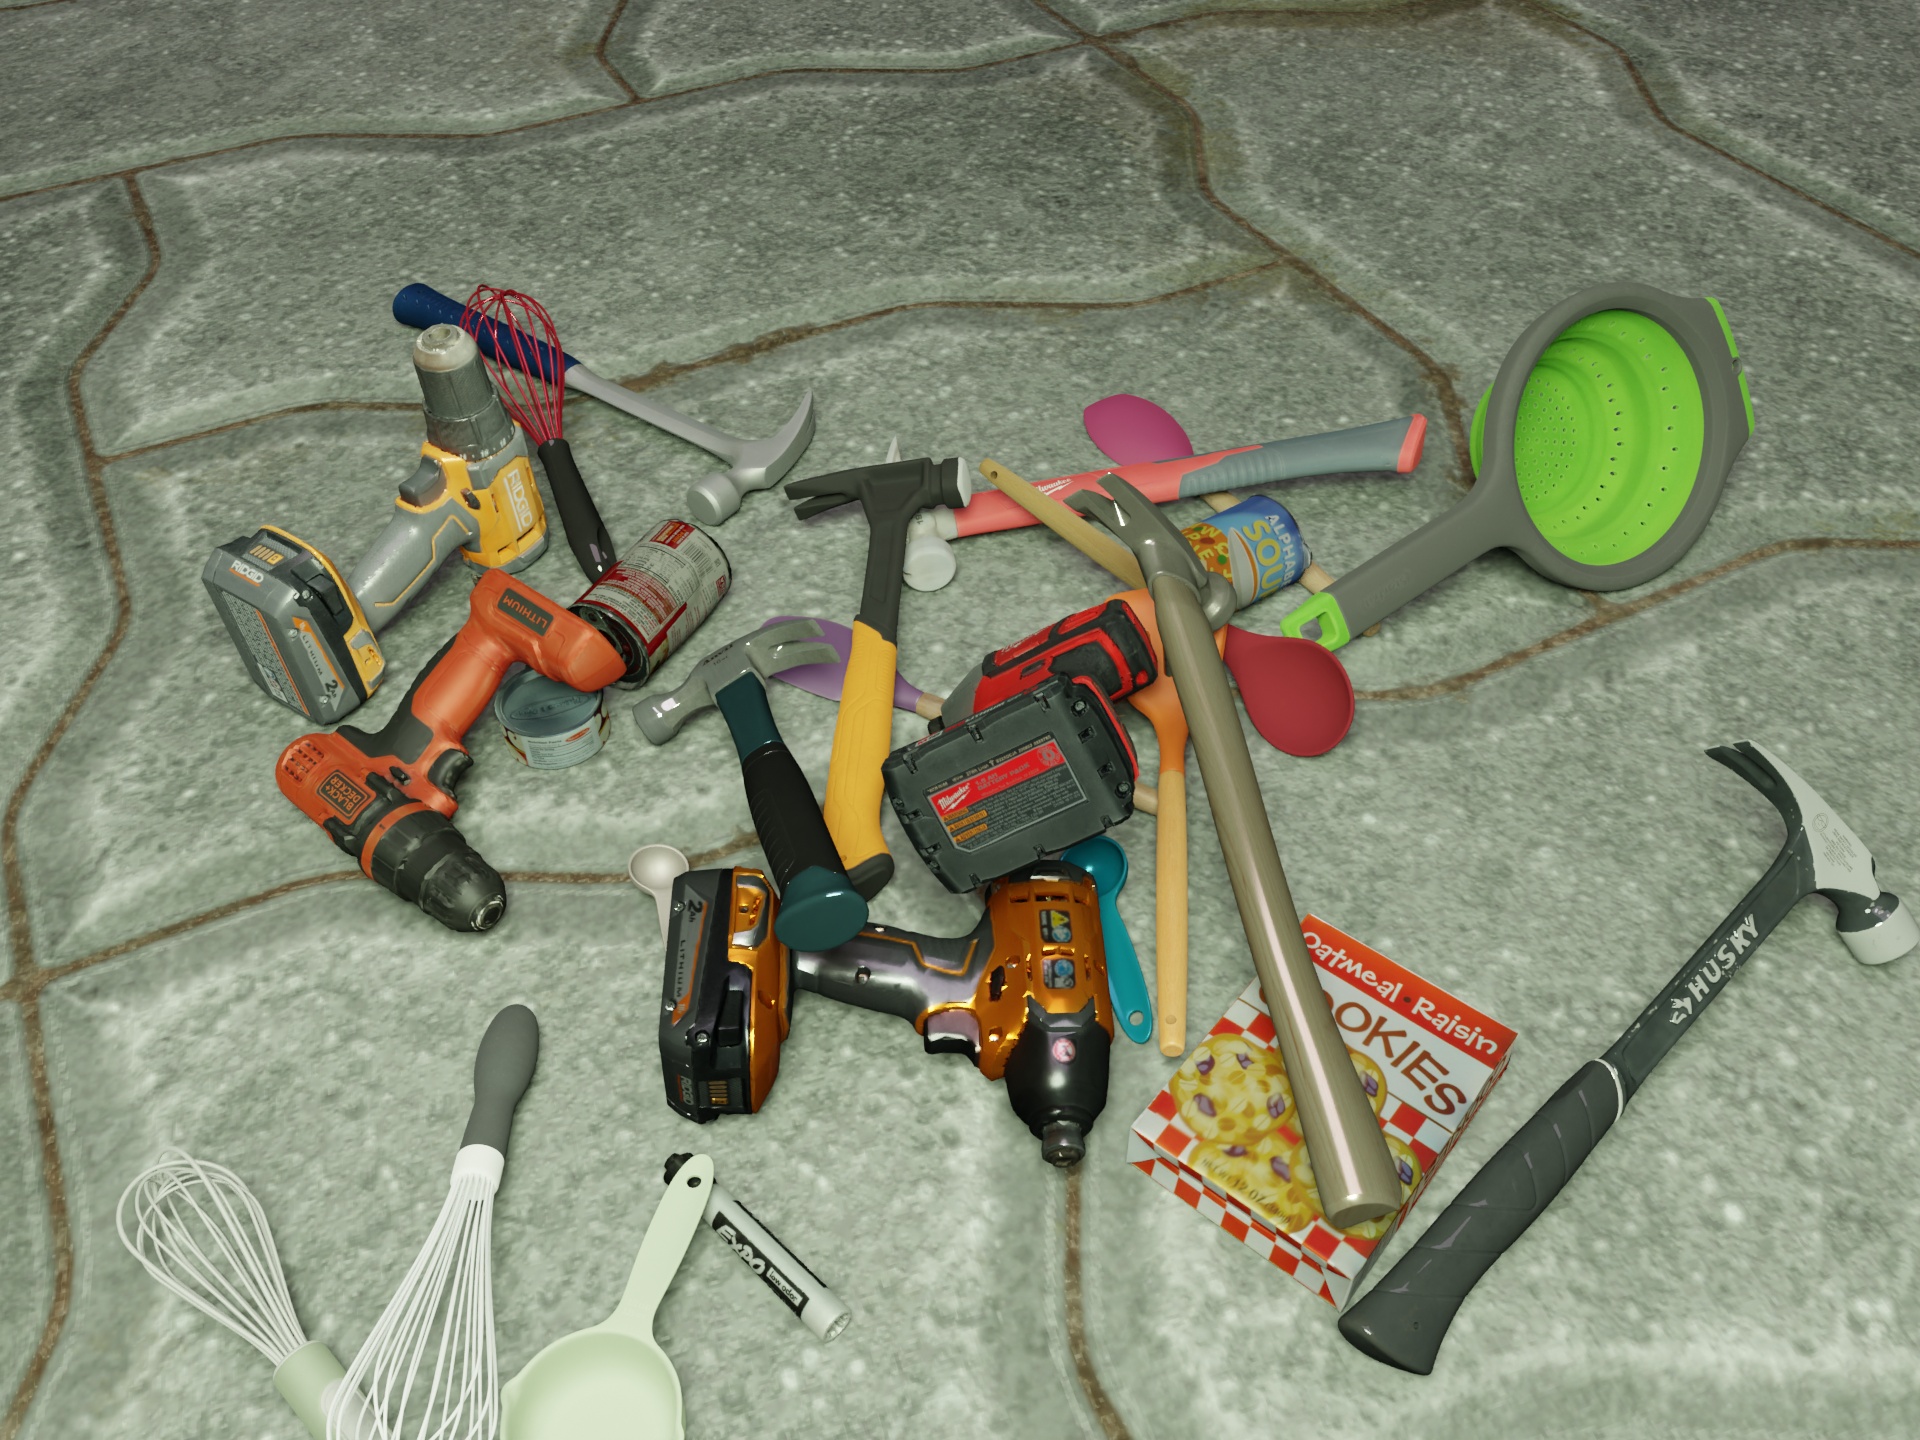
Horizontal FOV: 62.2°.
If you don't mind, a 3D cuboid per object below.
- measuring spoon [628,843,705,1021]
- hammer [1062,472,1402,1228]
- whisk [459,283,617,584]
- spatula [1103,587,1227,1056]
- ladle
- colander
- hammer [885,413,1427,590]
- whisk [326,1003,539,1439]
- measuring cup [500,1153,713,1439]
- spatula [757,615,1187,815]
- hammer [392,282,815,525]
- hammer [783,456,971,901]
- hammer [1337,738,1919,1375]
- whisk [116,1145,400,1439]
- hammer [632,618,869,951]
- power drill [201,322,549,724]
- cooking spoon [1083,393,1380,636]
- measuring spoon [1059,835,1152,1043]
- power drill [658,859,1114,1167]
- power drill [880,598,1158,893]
[{"bbox_3d":[-0.158,0.122,0.883,0.034,0.018,0.124,-7,51,-24],"label":"measuring spoon"},{"bbox_3d":[0.139,0.050,0.812,0.038,0.146,0.411,-30,50,24],"label":"hammer"},{"bbox_3d":[-0.302,-0.211,1.156,0.073,0.073,0.296,-18,62,-17],"label":"whisk"},{"bbox_3d":[0.119,0.045,0.909,0.081,0.041,0.323,-3,45,10],"label":"spatula"},{"bbox_3d":[0.127,-0.084,1.031,0.316,0.069,0.031,40,21,23],"label":"ladle"},{"bbox_3d":[0.357,-0.154,1.081,0.397,0.204,0.094,-31,19,-15],"label":"colander"},{"bbox_3d":[0.139,-0.181,1.140,0.386,0.038,0.143,-10,45,-3],"label":"hammer"},{"bbox_3d":[-0.228,0.233,0.726,0.070,0.070,0.285,-3,33,-2],"label":"whisk"},{"bbox_3d":[-0.144,0.275,0.713,0.083,0.038,0.168,10,44,11],"label":"measuring cup"},{"bbox_3d":[-0.002,-0.003,0.999,0.316,0.018,0.060,24,56,23],"label":"spatula"},{"bbox_3d":[-0.293,-0.270,1.256,0.406,0.035,0.144,27,52,25],"label":"hammer"},{"bbox_3d":[-0.063,-0.035,0.995,0.127,0.034,0.337,-6,51,12],"label":"hammer"},{"bbox_3d":[0.326,0.166,0.784,0.409,0.036,0.149,-37,93,-24],"label":"hammer"},{"bbox_3d":[-0.297,0.279,0.706,0.246,0.059,0.058,36,28,26],"label":"whisk"},{"bbox_3d":[-0.104,0.029,0.855,0.128,0.033,0.331,-33,28,0],"label":"hammer"},{"bbox_3d":[-0.365,-0.129,1.015,0.084,0.185,0.226,25,54,21],"label":"power drill"},{"bbox_3d":[0.192,-0.156,1.150,0.069,0.017,0.319,-25,50,-19],"label":"cooking spoon"},{"bbox_3d":[0.086,0.122,0.879,0.042,0.021,0.129,-23,54,12],"label":"measuring spoon"},{"bbox_3d":[-0.034,0.149,0.807,0.226,0.084,0.164,0,47,-5],"label":"power drill"},{"bbox_3d":[0.033,0.005,0.871,0.143,0.078,0.220,-25,12,16],"label":"power drill"}]
